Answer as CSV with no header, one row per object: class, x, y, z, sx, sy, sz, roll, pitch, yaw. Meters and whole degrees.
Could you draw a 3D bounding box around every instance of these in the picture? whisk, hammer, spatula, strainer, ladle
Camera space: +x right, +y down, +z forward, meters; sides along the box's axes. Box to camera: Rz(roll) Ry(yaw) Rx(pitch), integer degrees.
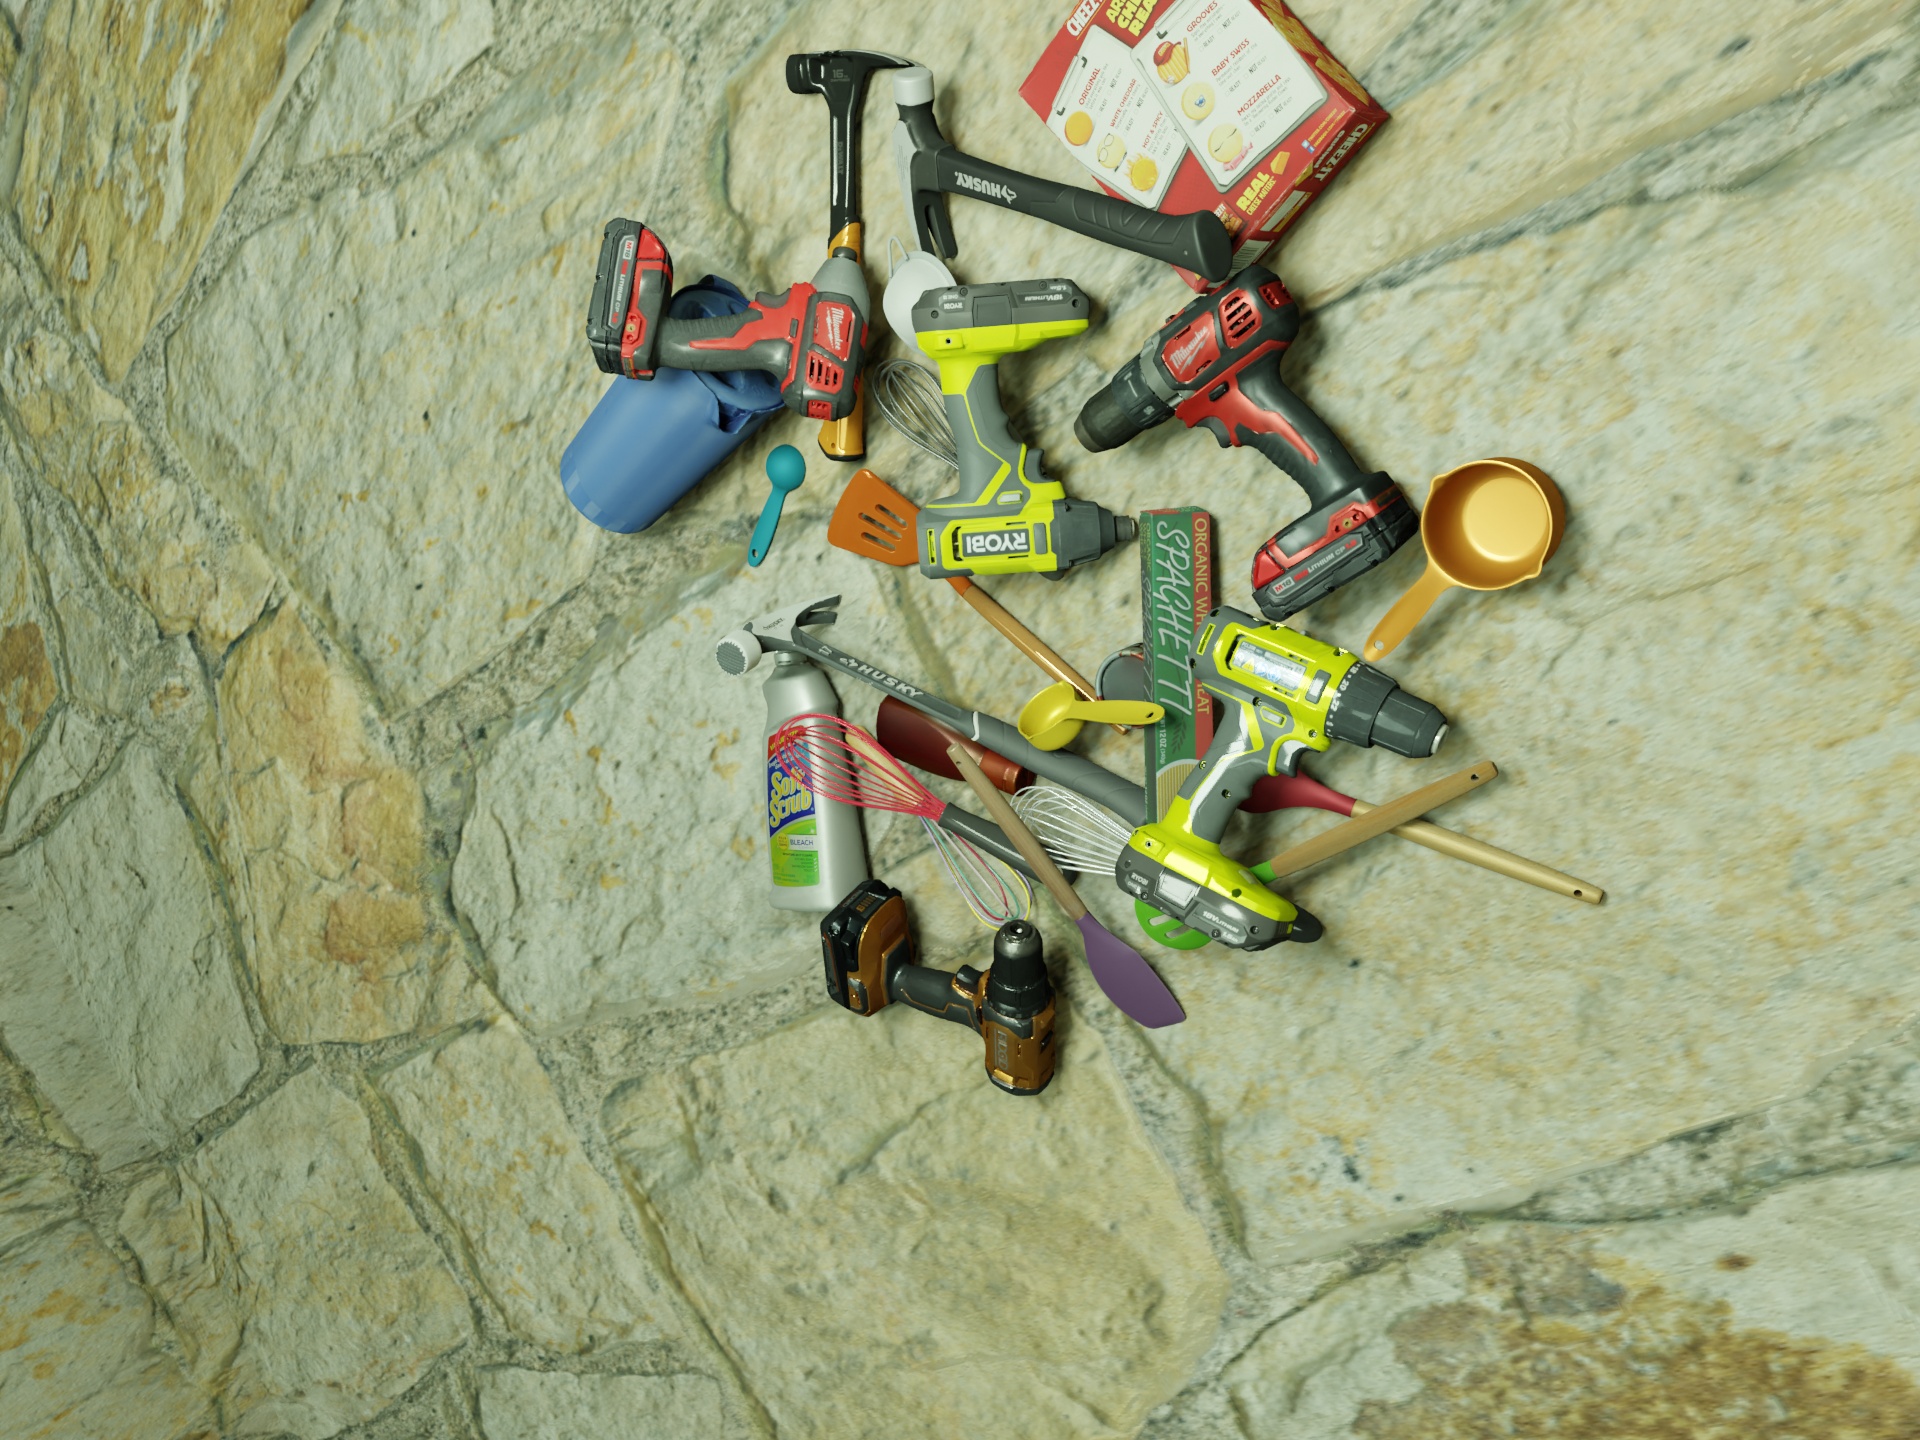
whisk,-0.026,0.096,1.437,0.245,0.051,0.047,47,131,20
hammer,-0.092,-0.388,1.350,0.127,0.034,0.336,14,111,34
spatula,0.019,-0.092,1.349,0.323,0.041,0.081,42,123,18
strainer,0.003,-0.279,1.291,0.258,0.050,0.087,55,142,-3
whisk,0.160,0.122,1.298,0.285,0.070,0.070,21,115,25
ladle,0.319,0.076,1.188,0.316,0.031,0.069,21,116,29
spatula,0.083,0.142,1.317,0.060,0.018,0.315,-23,112,38
hammer,-0.002,-0.004,1.355,0.409,0.149,0.036,26,124,18
whisk,0.008,-0.208,1.322,0.239,0.055,0.055,51,126,9
hammer,0.066,-0.376,1.169,0.335,0.035,0.146,33,141,39
whisk,-0.032,0.074,1.395,0.296,0.073,0.073,26,118,10

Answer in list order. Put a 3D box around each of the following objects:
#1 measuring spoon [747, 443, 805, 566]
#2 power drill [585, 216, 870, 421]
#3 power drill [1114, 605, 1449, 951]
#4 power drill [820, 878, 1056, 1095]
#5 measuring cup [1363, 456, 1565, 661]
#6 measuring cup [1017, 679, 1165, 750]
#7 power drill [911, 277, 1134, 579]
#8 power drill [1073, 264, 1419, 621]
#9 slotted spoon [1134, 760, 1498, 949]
measuring spoon,-0.180,-0.196,1.476,0.042,0.021,0.128,37,121,22
power drill,-0.184,-0.333,1.300,0.219,0.078,0.143,10,82,-5
power drill,0.229,0.049,1.163,0.191,0.080,0.228,27,96,26
power drill,-0.015,0.221,1.417,0.226,0.084,0.185,22,134,28
measuring cup,0.343,-0.107,1.101,0.095,0.052,0.173,47,127,16
measuring cup,0.109,0.001,1.261,0.156,0.062,0.029,3,143,50
power drill,0.045,-0.227,1.244,0.171,0.080,0.223,-4,103,0
power drill,0.200,-0.186,1.145,0.188,0.080,0.226,-33,91,37
slotted spoon,0.258,0.100,1.198,0.314,0.031,0.070,-30,88,30
